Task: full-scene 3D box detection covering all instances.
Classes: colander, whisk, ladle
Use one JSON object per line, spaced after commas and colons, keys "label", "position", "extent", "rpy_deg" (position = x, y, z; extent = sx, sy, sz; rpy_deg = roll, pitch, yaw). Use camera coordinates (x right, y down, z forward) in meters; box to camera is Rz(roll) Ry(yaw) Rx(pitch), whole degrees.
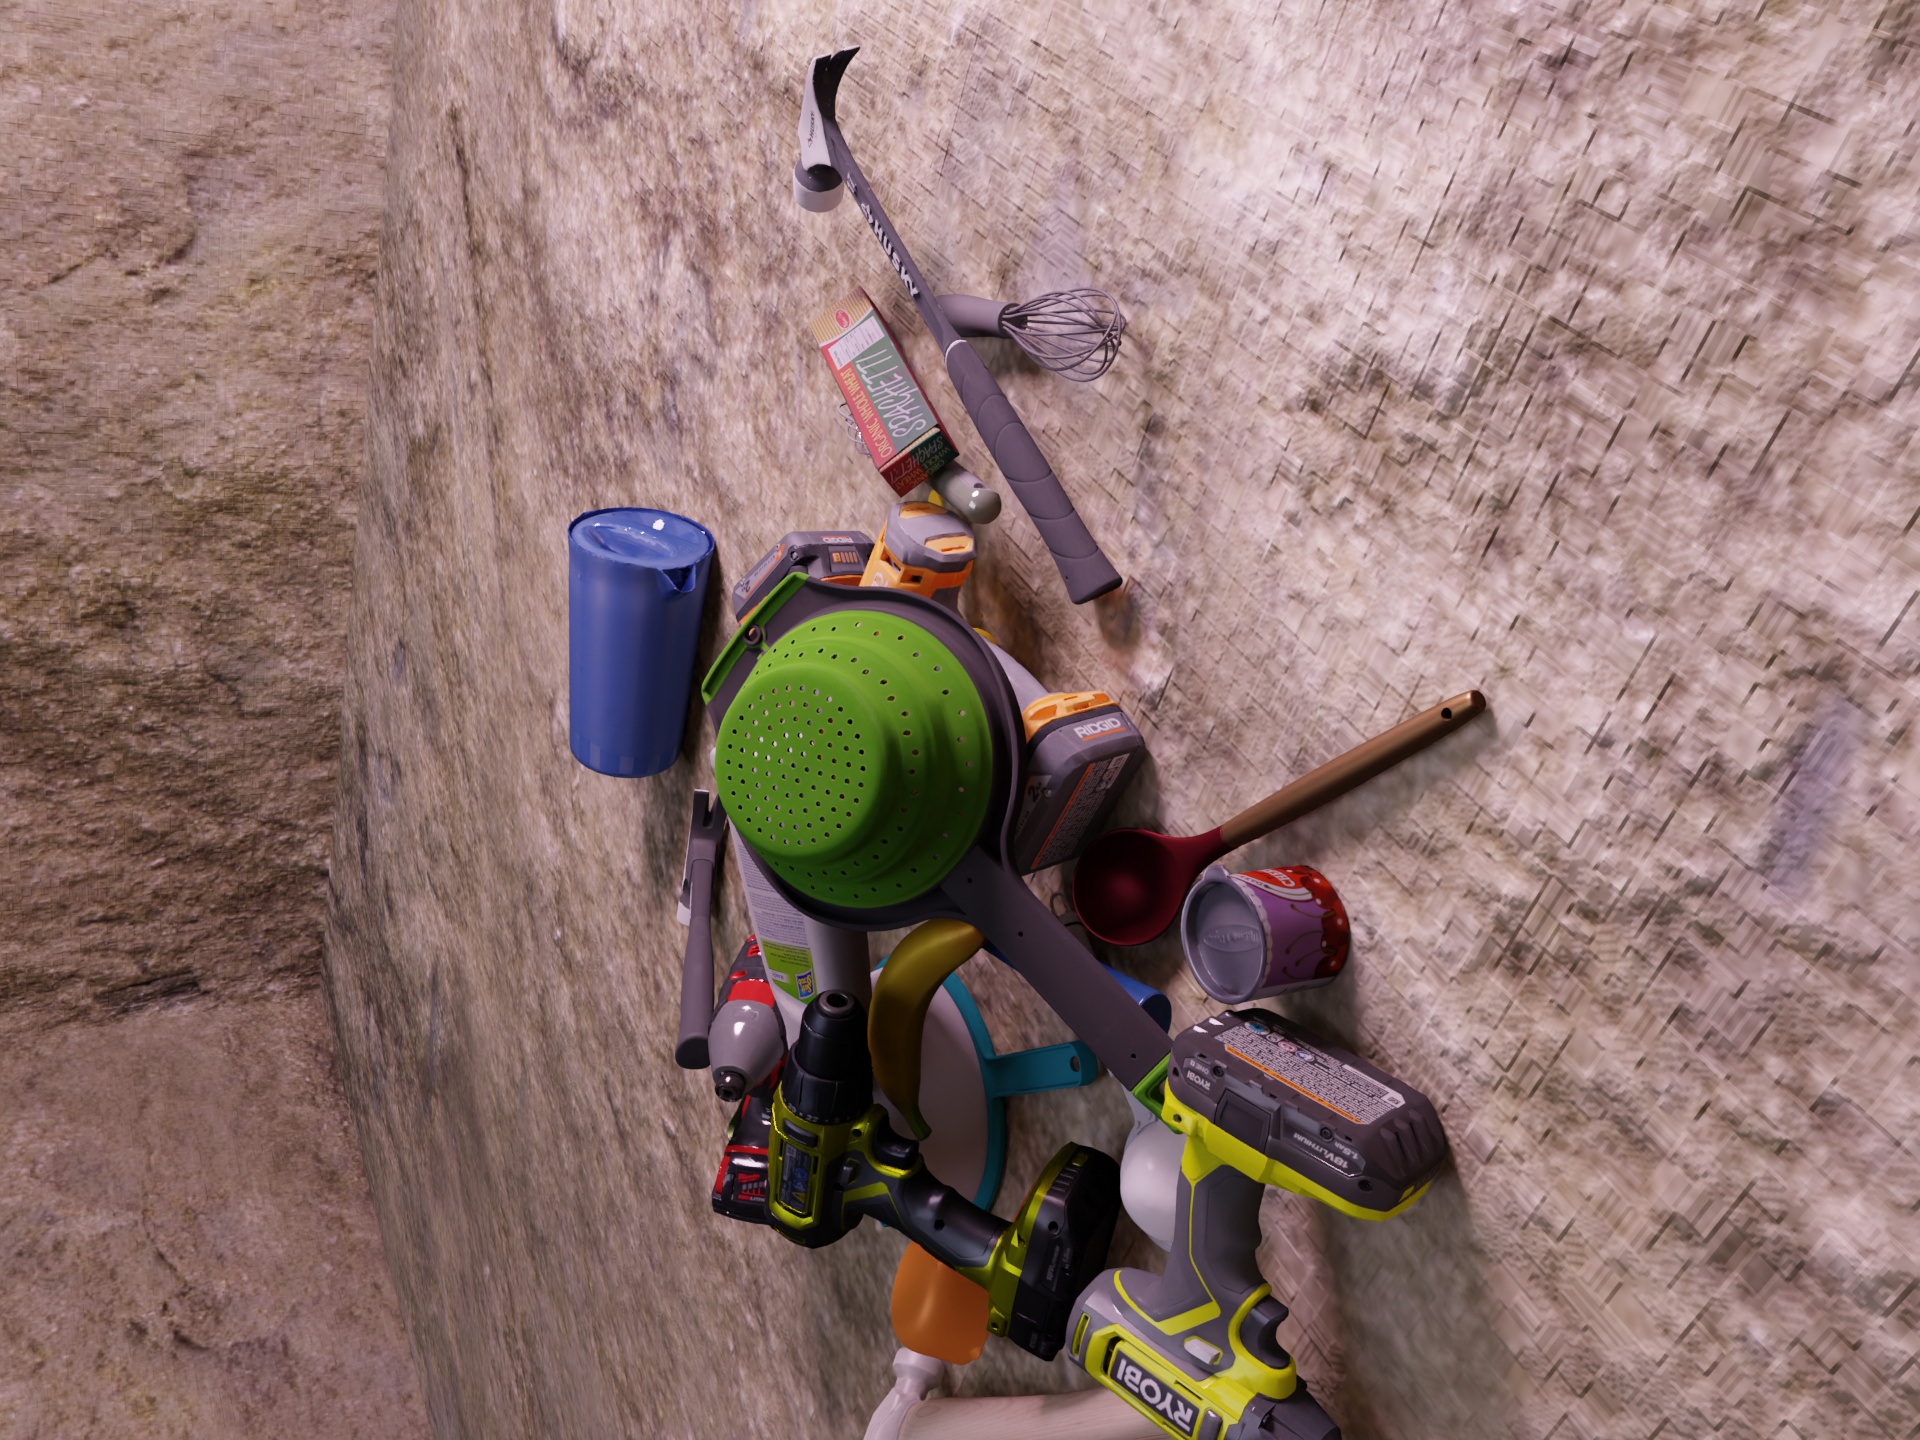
{"label": "colander", "position": [-0.017, 0.080, 0.885], "extent": [0.397, 0.094, 0.204], "rpy_deg": [46, 108, 16]}
{"label": "whisk", "position": [0.033, -0.250, 1.008], "extent": [0.239, 0.055, 0.055], "rpy_deg": [31, 120, 58]}
{"label": "ladle", "position": [0.159, 0.052, 0.848], "extent": [0.315, 0.031, 0.069], "rpy_deg": [-39, 69, 51]}
{"label": "whisk", "position": [-0.027, -0.181, 1.072], "extent": [0.247, 0.057, 0.059], "rpy_deg": [49, 125, 56]}

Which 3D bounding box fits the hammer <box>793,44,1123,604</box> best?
{"label": "hammer", "position": [-0.007, -0.245, 1.006], "extent": [0.409, 0.036, 0.149], "rpy_deg": [61, 163, 18]}

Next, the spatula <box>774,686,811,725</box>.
{"label": "spatula", "position": [-0.125, 0.021, 1.313], "extent": [0.059, 0.018, 0.316], "rpy_deg": [-57, 47, 32]}

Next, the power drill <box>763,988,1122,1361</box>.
{"label": "power drill", "position": [-0.019, 0.282, 0.999], "extent": [0.228, 0.080, 0.190], "rpy_deg": [21, 122, 20]}

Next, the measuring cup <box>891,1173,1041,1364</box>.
{"label": "measuring cup", "position": [0.004, 0.365, 1.090], "extent": [0.095, 0.052, 0.173], "rpy_deg": [-98, 30, -58]}

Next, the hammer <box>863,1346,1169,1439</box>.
{"label": "hammer", "position": [0.045, 0.457, 1.013], "extent": [0.410, 0.038, 0.146], "rpy_deg": [-38, 22, 49]}

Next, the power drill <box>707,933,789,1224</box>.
{"label": "power drill", "position": [-0.153, 0.287, 1.235], "extent": [0.143, 0.078, 0.219], "rpy_deg": [-75, -12, -52]}

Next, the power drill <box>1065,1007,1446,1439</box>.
{"label": "power drill", "position": [0.153, 0.276, 0.802], "extent": [0.171, 0.080, 0.223], "rpy_deg": [26, 112, 36]}

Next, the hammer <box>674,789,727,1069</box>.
{"label": "hammer", "position": [-0.223, 0.184, 1.361], "extent": [0.335, 0.035, 0.146], "rpy_deg": [-108, 28, -66]}

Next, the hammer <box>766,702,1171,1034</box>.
{"label": "hammer", "position": [-0.019, 0.107, 1.045], "extent": [0.406, 0.035, 0.144], "rpy_deg": [25, 118, 46]}

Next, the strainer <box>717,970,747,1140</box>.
{"label": "strainer", "position": [-0.188, 0.294, 1.397], "extent": [0.152, 0.069, 0.256], "rpy_deg": [57, 137, 38]}

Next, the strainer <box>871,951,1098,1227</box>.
{"label": "strainer", "position": [-0.030, 0.261, 1.113], "extent": [0.340, 0.095, 0.211], "rpy_deg": [-30, 68, 57]}

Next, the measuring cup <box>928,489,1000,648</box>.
{"label": "measuring cup", "position": [0.001, -0.083, 1.092], "extent": [0.062, 0.029, 0.156], "rpy_deg": [-24, 70, 57]}

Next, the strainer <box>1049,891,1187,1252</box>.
{"label": "strainer", "position": [0.098, 0.215, 0.955], "extent": [0.087, 0.050, 0.259], "rpy_deg": [-49, 49, 37]}

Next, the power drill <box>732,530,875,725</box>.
{"label": "power drill", "position": [-0.085, -0.025, 1.186], "extent": [0.164, 0.084, 0.227], "rpy_deg": [-35, 68, 48]}

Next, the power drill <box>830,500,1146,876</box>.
{"label": "power drill", "position": [-0.002, -0.003, 1.017], "extent": [0.226, 0.084, 0.185], "rpy_deg": [51, 134, 28]}
